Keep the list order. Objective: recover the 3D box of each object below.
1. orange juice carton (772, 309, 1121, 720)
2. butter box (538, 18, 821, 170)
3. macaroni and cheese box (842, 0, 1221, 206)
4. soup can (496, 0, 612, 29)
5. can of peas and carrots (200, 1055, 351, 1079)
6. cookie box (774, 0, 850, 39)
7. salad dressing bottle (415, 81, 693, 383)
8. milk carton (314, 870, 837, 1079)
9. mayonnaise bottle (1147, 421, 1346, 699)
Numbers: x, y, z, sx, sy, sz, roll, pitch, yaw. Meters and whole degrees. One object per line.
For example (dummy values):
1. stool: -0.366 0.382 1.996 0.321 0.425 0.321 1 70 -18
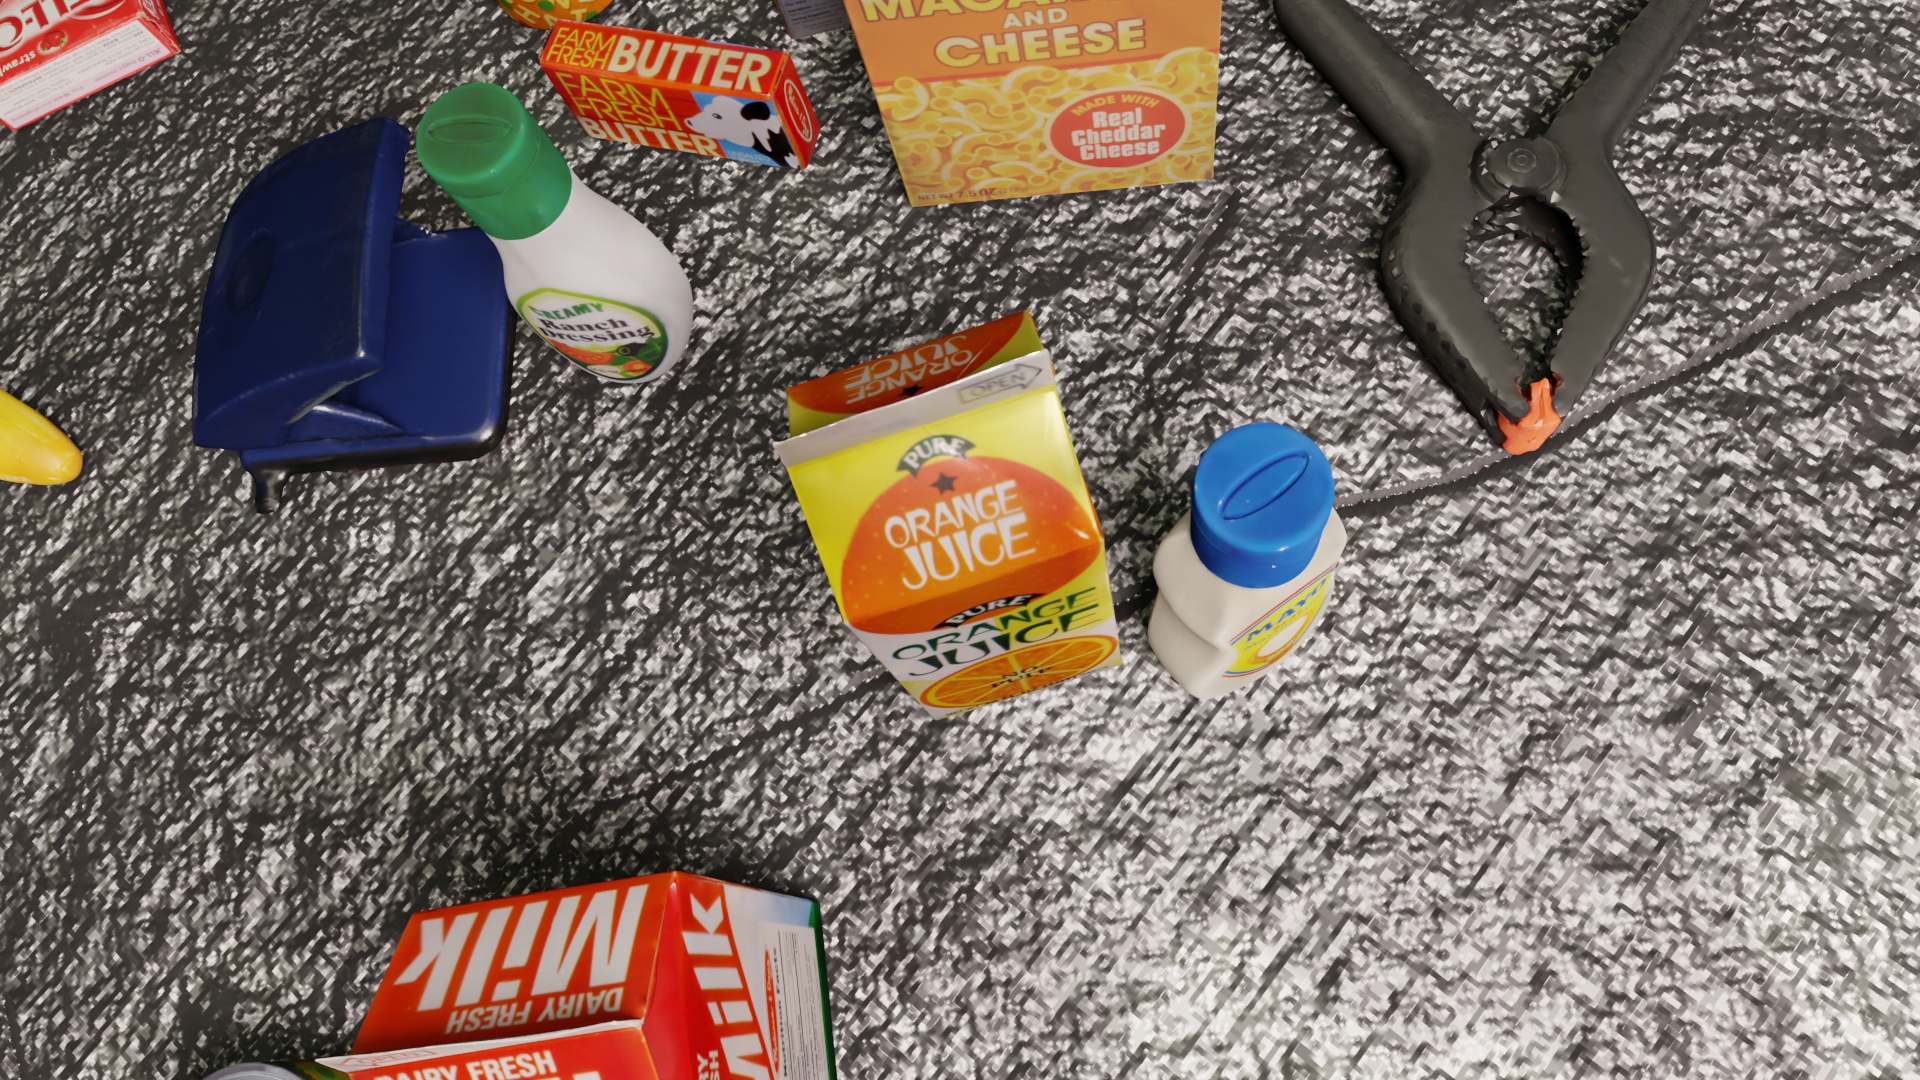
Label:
1. orange juice carton: 0.001 -0.005 0.418 0.072 0.192 0.073 -17 71 3
2. butter box: -0.114 -0.181 0.567 0.103 0.053 0.024 12 75 12
3. macaroni and cheese box: 0.027 -0.181 0.486 0.124 0.166 0.040 -4 72 7
4. soup can: -0.189 -0.269 0.590 0.071 0.083 0.071 -2 72 8
5. can of peas and carrots: -0.219 0.202 0.453 0.071 0.058 0.071 -2 72 8
6. cookie box: -0.080 -0.301 0.540 0.040 0.167 0.123 -12 71 5
7. salad dressing bottle: -0.141 -0.105 0.496 0.064 0.147 0.044 2 73 9
8. milk carton: -0.092 0.136 0.387 0.072 0.190 0.073 -10 71 5
9. mayonnaise bottle: 0.088 0.008 0.425 0.065 0.147 0.041 -36 71 -4
